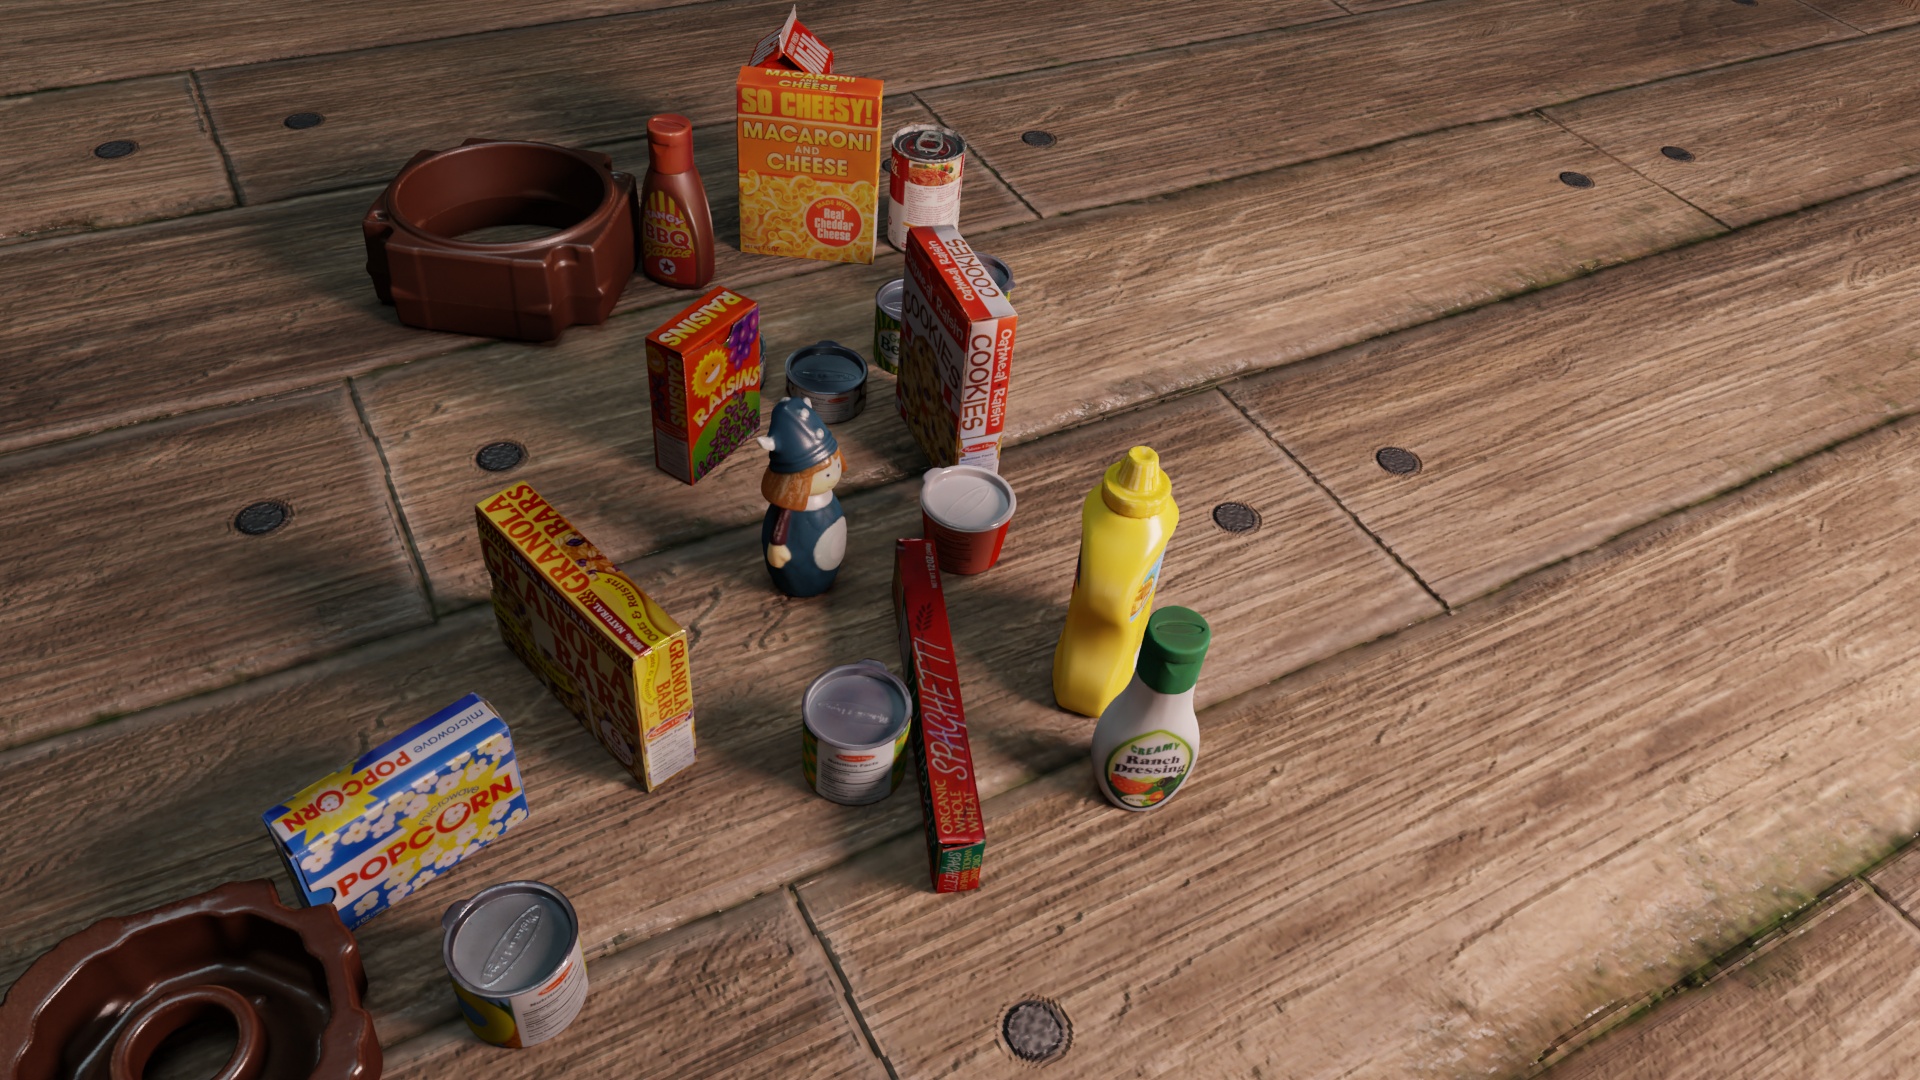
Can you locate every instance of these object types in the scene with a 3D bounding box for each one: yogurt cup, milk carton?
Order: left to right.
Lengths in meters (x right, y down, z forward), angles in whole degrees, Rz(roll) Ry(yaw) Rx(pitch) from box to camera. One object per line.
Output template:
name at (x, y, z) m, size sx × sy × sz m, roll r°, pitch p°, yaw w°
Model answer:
milk carton at (-0.157, -0.384, 1.268) m, size 0.073 × 0.189 × 0.073 m, roll 7°, pitch 43°, yaw 0°
yogurt cup at (0.004, -0.012, 0.997) m, size 0.072 × 0.053 × 0.073 m, roll 4°, pitch 44°, yaw -3°

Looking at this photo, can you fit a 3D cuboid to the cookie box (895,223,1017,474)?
cookie box at (-0.007, -0.133, 1.040) m, size 0.040 × 0.166 × 0.123 m, roll -13°, pitch 47°, yaw -19°

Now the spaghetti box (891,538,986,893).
spaghetti box at (-0.017, 0.102, 0.877) m, size 0.029 × 0.049 × 0.251 m, roll -2°, pitch 44°, yaw -9°

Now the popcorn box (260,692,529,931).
popcorn box at (-0.306, 0.151, 0.764) m, size 0.038 × 0.084 × 0.127 m, roll 36°, pitch 51°, yaw 28°

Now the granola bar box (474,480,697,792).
granola bar box at (-0.228, 0.058, 0.844) m, size 0.039 × 0.123 × 0.166 m, roll -32°, pitch 55°, yaw -33°

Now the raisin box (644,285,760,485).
raisin box at (-0.189, -0.114, 1.030) m, size 0.040 × 0.122 × 0.086 m, roll 27°, pitch 47°, yaw 20°

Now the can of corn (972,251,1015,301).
can of corn at (0.012, -0.206, 1.198) m, size 0.071 × 0.058 × 0.071 m, roll 4°, pitch 44°, yaw -3°

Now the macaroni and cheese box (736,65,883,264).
macaroni and cheese box at (-0.134, -0.331, 1.233) m, size 0.124 × 0.165 × 0.040 m, roll 5°, pitch 43°, yaw -2°

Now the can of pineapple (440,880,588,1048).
can of pineapple at (-0.231, 0.219, 0.722) m, size 0.071 × 0.057 × 0.071 m, roll 4°, pitch 44°, yaw -3°

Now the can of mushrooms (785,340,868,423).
can of mushrooms at (-0.108, -0.128, 1.119) m, size 0.071 × 0.033 × 0.071 m, roll 4°, pitch 44°, yaw -3°

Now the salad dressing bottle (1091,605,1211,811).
salad dressing bottle at (0.115, 0.101, 0.824) m, size 0.064 × 0.146 × 0.044 m, roll 2°, pitch 44°, yaw -5°

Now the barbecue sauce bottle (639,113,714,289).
barbecue sauce bottle at (-0.245, -0.289, 1.188) m, size 0.065 × 0.147 × 0.044 m, roll 17°, pitch 44°, yaw 11°

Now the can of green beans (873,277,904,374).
can of green beans at (-0.039, -0.178, 1.163) m, size 0.071 × 0.057 × 0.071 m, roll 4°, pitch 44°, yaw -3°

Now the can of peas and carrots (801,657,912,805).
can of peas and carrots at (-0.064, 0.117, 0.849) m, size 0.071 × 0.058 × 0.071 m, roll 4°, pitch 44°, yaw -3°
